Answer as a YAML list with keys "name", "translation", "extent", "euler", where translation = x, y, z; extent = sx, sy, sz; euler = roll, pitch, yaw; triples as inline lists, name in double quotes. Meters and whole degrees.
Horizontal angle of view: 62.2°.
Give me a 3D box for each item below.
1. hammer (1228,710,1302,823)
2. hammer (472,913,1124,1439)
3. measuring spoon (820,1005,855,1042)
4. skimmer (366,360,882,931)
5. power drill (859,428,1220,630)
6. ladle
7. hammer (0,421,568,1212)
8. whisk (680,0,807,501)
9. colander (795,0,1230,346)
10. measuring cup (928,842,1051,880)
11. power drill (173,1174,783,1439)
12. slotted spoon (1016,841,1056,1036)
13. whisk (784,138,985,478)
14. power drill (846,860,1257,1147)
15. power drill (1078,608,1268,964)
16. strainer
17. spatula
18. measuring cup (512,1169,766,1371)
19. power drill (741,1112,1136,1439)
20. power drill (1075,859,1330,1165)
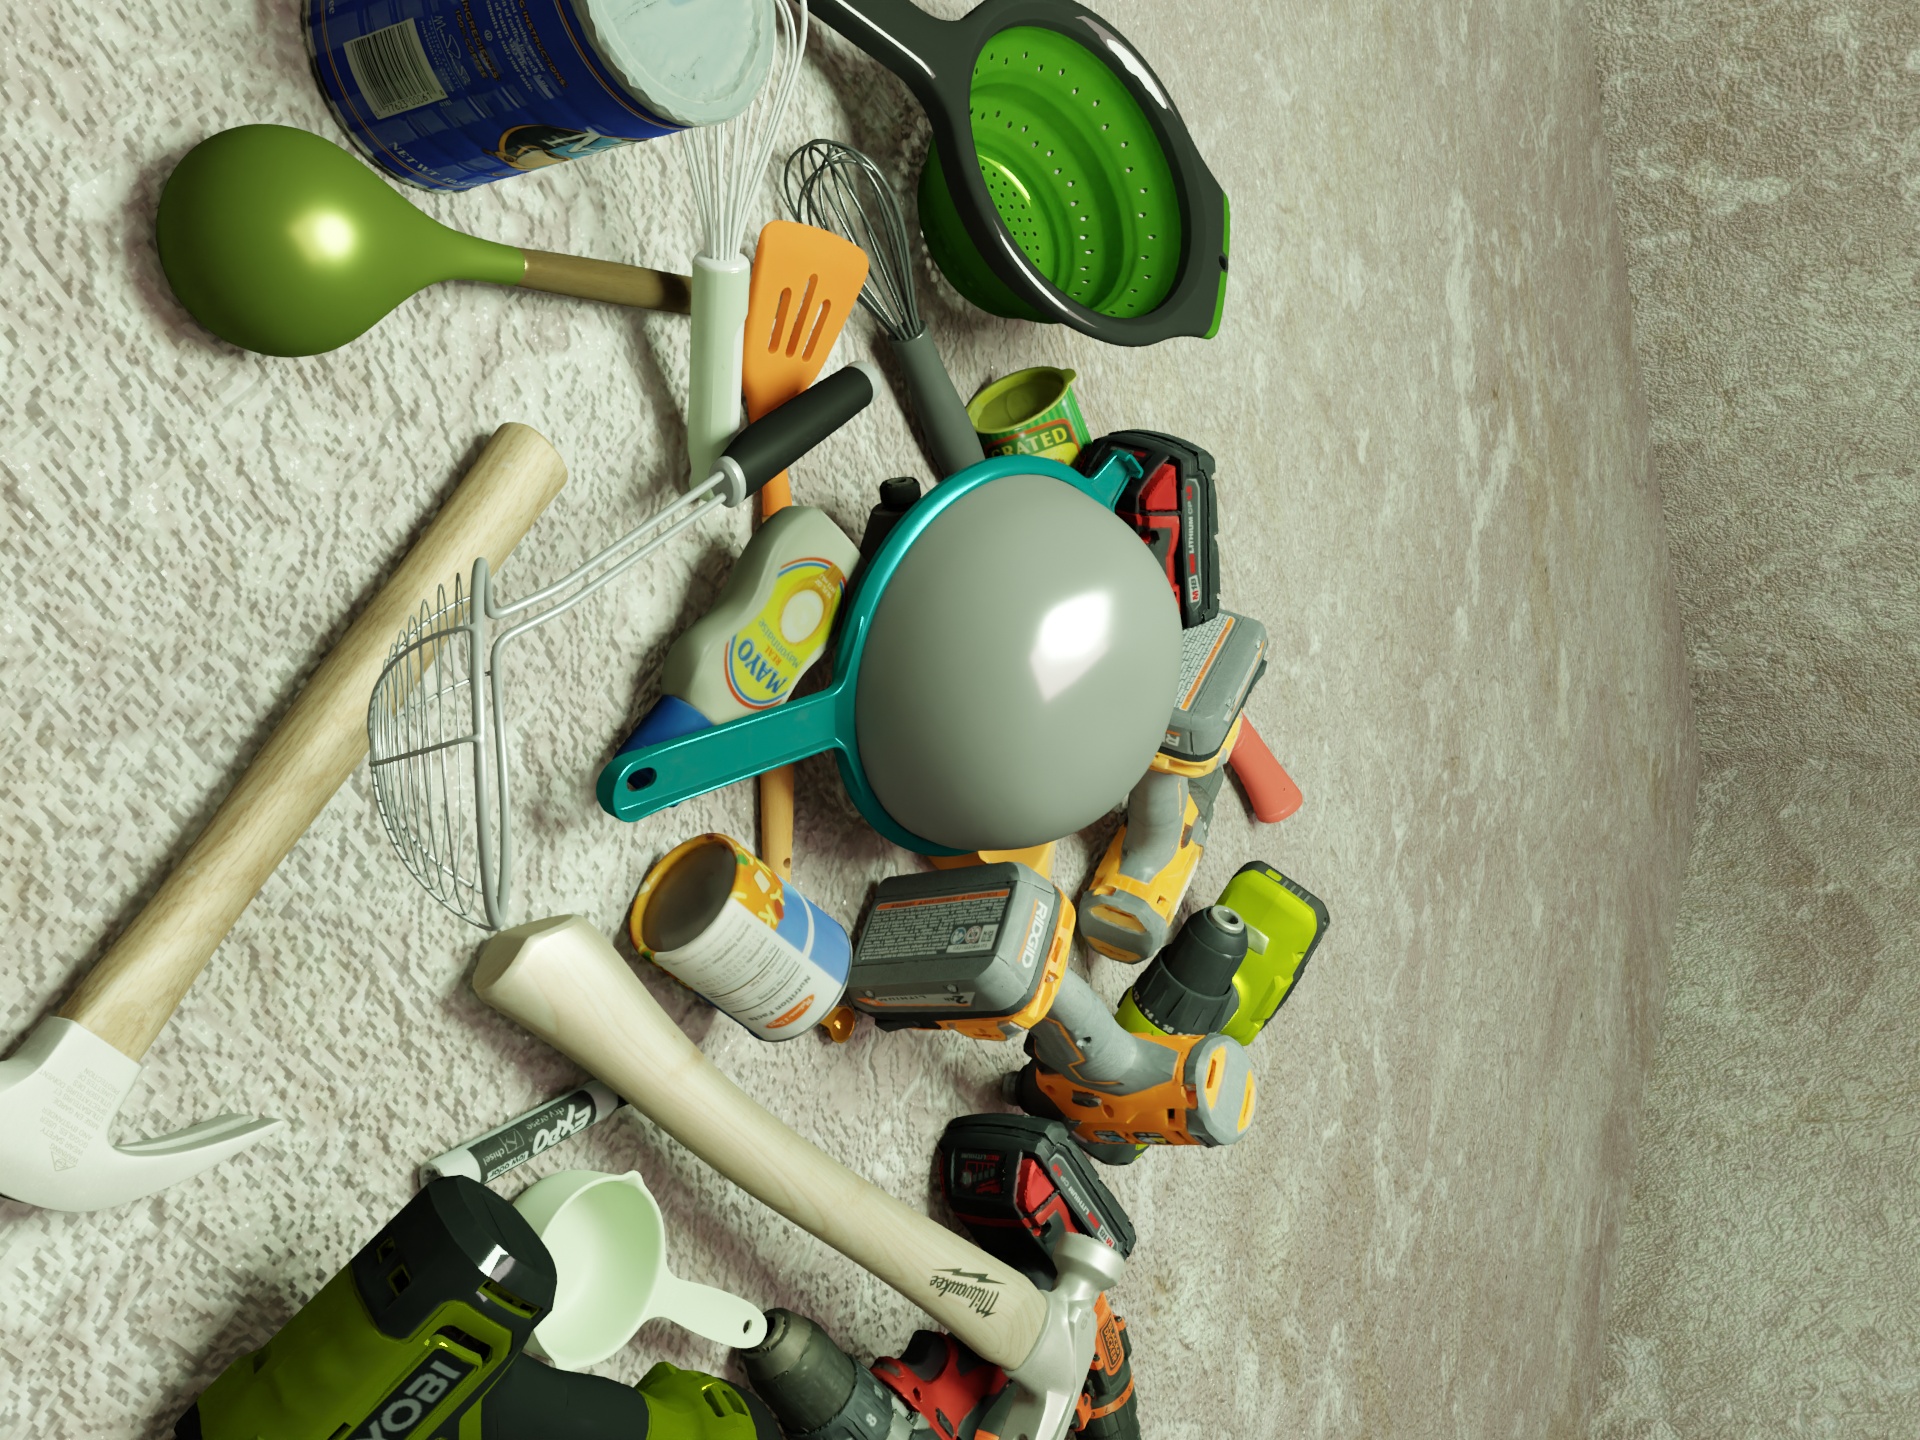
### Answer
- name: "hammer"
  translation: [0.183, -0.031, 1.191]
  extent: [0.358, 0.037, 0.149]
  euler: [46, 54, -46]
- name: "hammer"
  translation: [-0.067, 0.228, 0.734]
  extent: [0.410, 0.038, 0.146]
  euler: [46, 56, -31]
- name: "measuring spoon"
  translation: [-0.090, 0.134, 0.804]
  extent: [0.116, 0.011, 0.021]
  euler: [45, 59, -43]
- name: "skimmer"
  translation: [-0.105, -0.061, 0.645]
  extent: [0.363, 0.090, 0.127]
  euler: [-48, 154, -46]
- name: "power drill"
  translation: [0.039, -0.086, 0.881]
  extent: [0.219, 0.079, 0.143]
  euler: [-23, 119, -30]
- name: "ladle"
  translation: [-0.176, -0.182, 0.653]
  extent: [0.320, 0.062, 0.078]
  euler: [-18, 104, -62]
- name: "hammer"
  translation: [-0.232, 0.016, 0.567]
  extent: [0.129, 0.031, 0.331]
  euler: [57, 45, -39]
- name: "whisk"
  translation: [-0.102, -0.206, 0.686]
  extent: [0.058, 0.059, 0.246]
  euler: [-92, -171, -56]
- name: "colander"
  translation: [-0.018, -0.322, 0.856]
  extent: [0.396, 0.094, 0.205]
  euler: [24, 64, -35]
- name: "measuring cup"
  translation: [0.023, 0.087, 0.937]
  extent: [0.095, 0.052, 0.173]
  euler: [-46, 129, -46]
- name: "power drill"
  translation: [-0.177, 0.282, 0.585]
  extent: [0.171, 0.080, 0.223]
  euler: [-45, 131, -9]
- name: "slotted spoon"
  translation: [0.058, 0.041, 1.001]
  extent: [0.070, 0.031, 0.314]
  euler: [12, 82, -14]
- name: "whisk"
  translation: [-0.031, -0.208, 0.862]
  extent: [0.055, 0.055, 0.238]
  euler: [-64, 143, -34]
- name: "power drill"
  translation: [0.041, 0.171, 0.891]
  extent: [0.226, 0.164, 0.084]
  euler: [43, 52, -34]
- name: "power drill"
  translation: [0.142, 0.026, 1.043]
  extent: [0.226, 0.084, 0.185]
  euler: [93, 23, -43]
- name: "strainer"
  translation: [-0.001, -0.002, 0.741]
  extent: [0.340, 0.095, 0.211]
  euler: [-20, 121, -41]
- name: "spatula"
  translation: [-0.084, -0.076, 0.783]
  extent: [0.081, 0.041, 0.322]
  euler: [-2, 93, -56]
- name: "measuring cup"
  translation: [-0.143, 0.249, 0.699]
  extent: [0.167, 0.038, 0.083]
  euler: [48, 52, -48]
- name: "power drill"
  translation: [-0.011, 0.318, 0.857]
  extent: [0.187, 0.080, 0.227]
  euler: [57, 47, -23]
- name: "power drill"
  translation: [0.167, 0.178, 1.072]
  extent: [0.228, 0.080, 0.190]
  euler: [-24, 144, -57]
